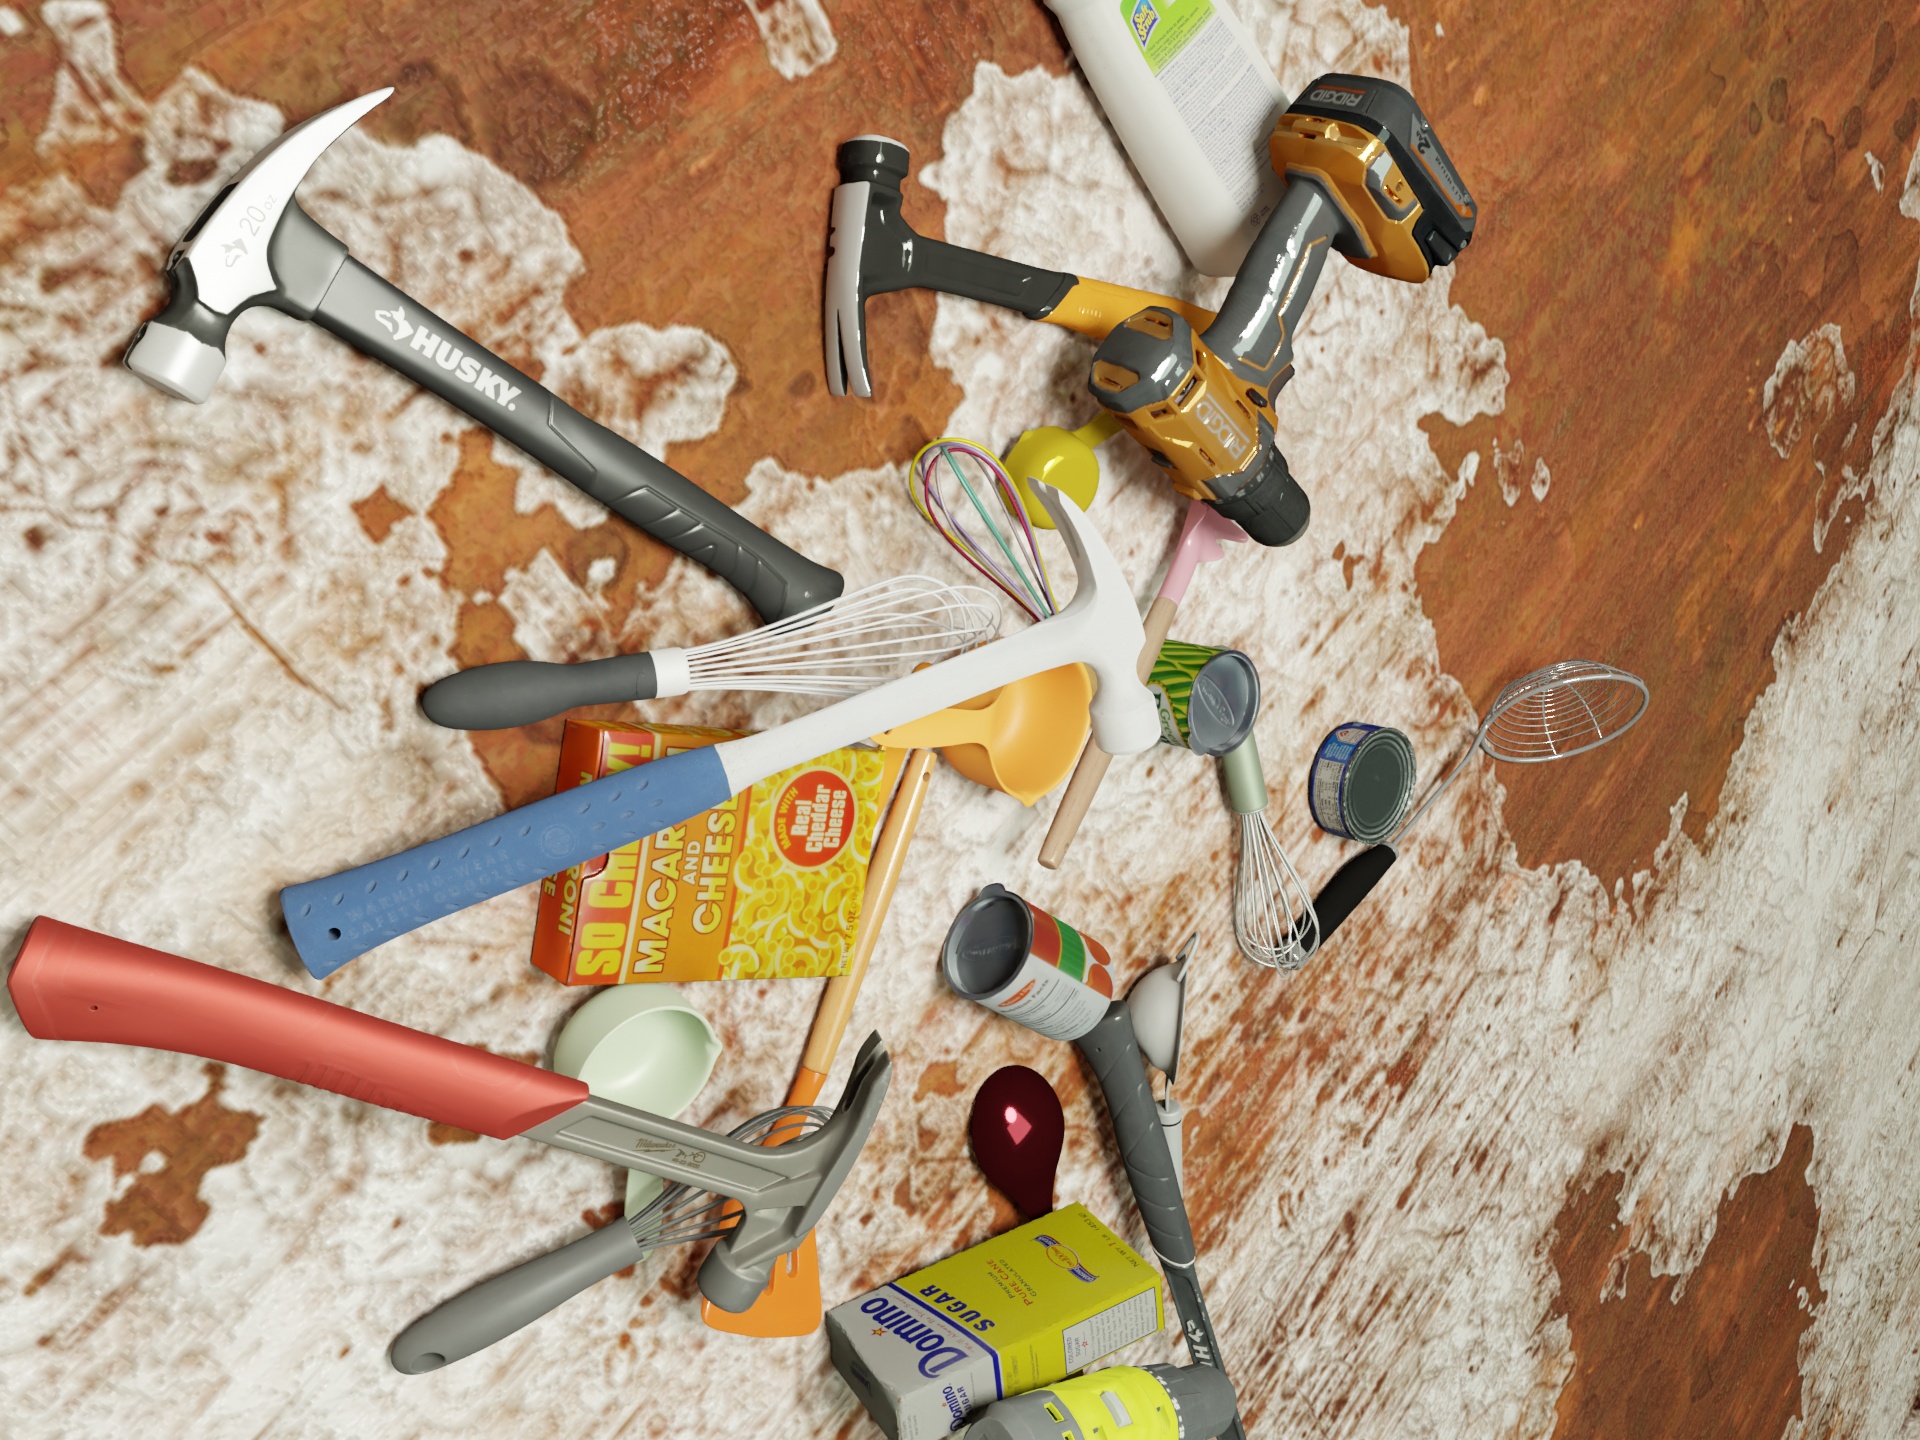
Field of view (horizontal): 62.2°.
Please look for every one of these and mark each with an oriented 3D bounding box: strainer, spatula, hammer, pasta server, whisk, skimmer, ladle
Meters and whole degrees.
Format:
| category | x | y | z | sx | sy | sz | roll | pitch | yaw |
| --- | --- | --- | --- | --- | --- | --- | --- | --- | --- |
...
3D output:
| category | x | y | z | sx | sy | sz | roll | pitch | yaw |
| --- | --- | --- | --- | --- | --- | --- | --- | --- | --- |
| strainer | 0.135 | 0.254 | 1.055 | 0.087 | 0.050 | 0.258 | -75 | 162 | -67 |
| spatula | -0.065 | 0.170 | 0.867 | 0.081 | 0.041 | 0.322 | 24 | 83 | -40 |
| hammer | -0.100 | 0.013 | 0.721 | 0.405 | 0.035 | 0.144 | -21 | 114 | -15 |
| hammer | -0.176 | -0.132 | 0.712 | 0.334 | 0.035 | 0.146 | 32 | 79 | -40 |
| pasta server | 0.120 | -0.047 | 0.951 | 0.316 | 0.040 | 0.060 | -63 | 145 | -23 |
| whisk | 0.040 | -0.070 | 0.911 | 0.047 | 0.051 | 0.244 | -38 | 128 | -3 |
| hammer | 0.149 | 0.366 | 1.047 | 0.036 | 0.149 | 0.408 | -36 | 115 | -48 |
| hammer | 0.068 | -0.227 | 0.898 | 0.336 | 0.034 | 0.127 | 0 | 99 | -40 |
| skimmer | 0.379 | 0.077 | 1.190 | 0.363 | 0.090 | 0.127 | -42 | 158 | -23 |
| whisk | 0.196 | 0.064 | 1.067 | 0.059 | 0.058 | 0.246 | -51 | 130 | -59 |
| hammer | -0.208 | 0.149 | 0.680 | 0.358 | 0.037 | 0.149 | 26 | 100 | -26 |
| ladle | 0.059 | 0.361 | 1.024 | 0.069 | 0.031 | 0.315 | -25 | 116 | -32 |
| whisk | -0.108 | -0.028 | 0.754 | 0.284 | 0.070 | 0.070 | -9 | 106 | -24 |
| whisk | -0.161 | 0.256 | 0.781 | 0.239 | 0.055 | 0.055 | -24 | 115 | -19 |

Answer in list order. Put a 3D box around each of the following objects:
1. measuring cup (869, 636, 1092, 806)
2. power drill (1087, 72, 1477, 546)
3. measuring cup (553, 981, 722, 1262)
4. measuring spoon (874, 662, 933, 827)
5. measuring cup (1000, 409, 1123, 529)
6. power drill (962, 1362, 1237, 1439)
| category | x | y | z | sx | sy | sz | roll | pitch | yaw |
| --- | --- | --- | --- | --- | --- | --- | --- | --- | --- |
| measuring cup | -0.001 | -0.003 | 0.865 | 0.173 | 0.052 | 0.095 | -2 | 105 | -46 |
| power drill | 0.192 | -0.220 | 0.902 | 0.185 | 0.084 | 0.226 | 37 | 90 | -42 |
| measuring cup | -0.166 | 0.202 | 0.799 | 0.083 | 0.038 | 0.167 | -15 | 126 | -35 |
| measuring spoon | -0.037 | 0.022 | 0.878 | 0.021 | 0.011 | 0.117 | 31 | 79 | -40 |
| measuring cup | 0.091 | -0.164 | 0.908 | 0.156 | 0.029 | 0.062 | -37 | 135 | -10 |
| power drill | 0.048 | 0.459 | 0.930 | 0.190 | 0.080 | 0.228 | 6 | 126 | -43 |
